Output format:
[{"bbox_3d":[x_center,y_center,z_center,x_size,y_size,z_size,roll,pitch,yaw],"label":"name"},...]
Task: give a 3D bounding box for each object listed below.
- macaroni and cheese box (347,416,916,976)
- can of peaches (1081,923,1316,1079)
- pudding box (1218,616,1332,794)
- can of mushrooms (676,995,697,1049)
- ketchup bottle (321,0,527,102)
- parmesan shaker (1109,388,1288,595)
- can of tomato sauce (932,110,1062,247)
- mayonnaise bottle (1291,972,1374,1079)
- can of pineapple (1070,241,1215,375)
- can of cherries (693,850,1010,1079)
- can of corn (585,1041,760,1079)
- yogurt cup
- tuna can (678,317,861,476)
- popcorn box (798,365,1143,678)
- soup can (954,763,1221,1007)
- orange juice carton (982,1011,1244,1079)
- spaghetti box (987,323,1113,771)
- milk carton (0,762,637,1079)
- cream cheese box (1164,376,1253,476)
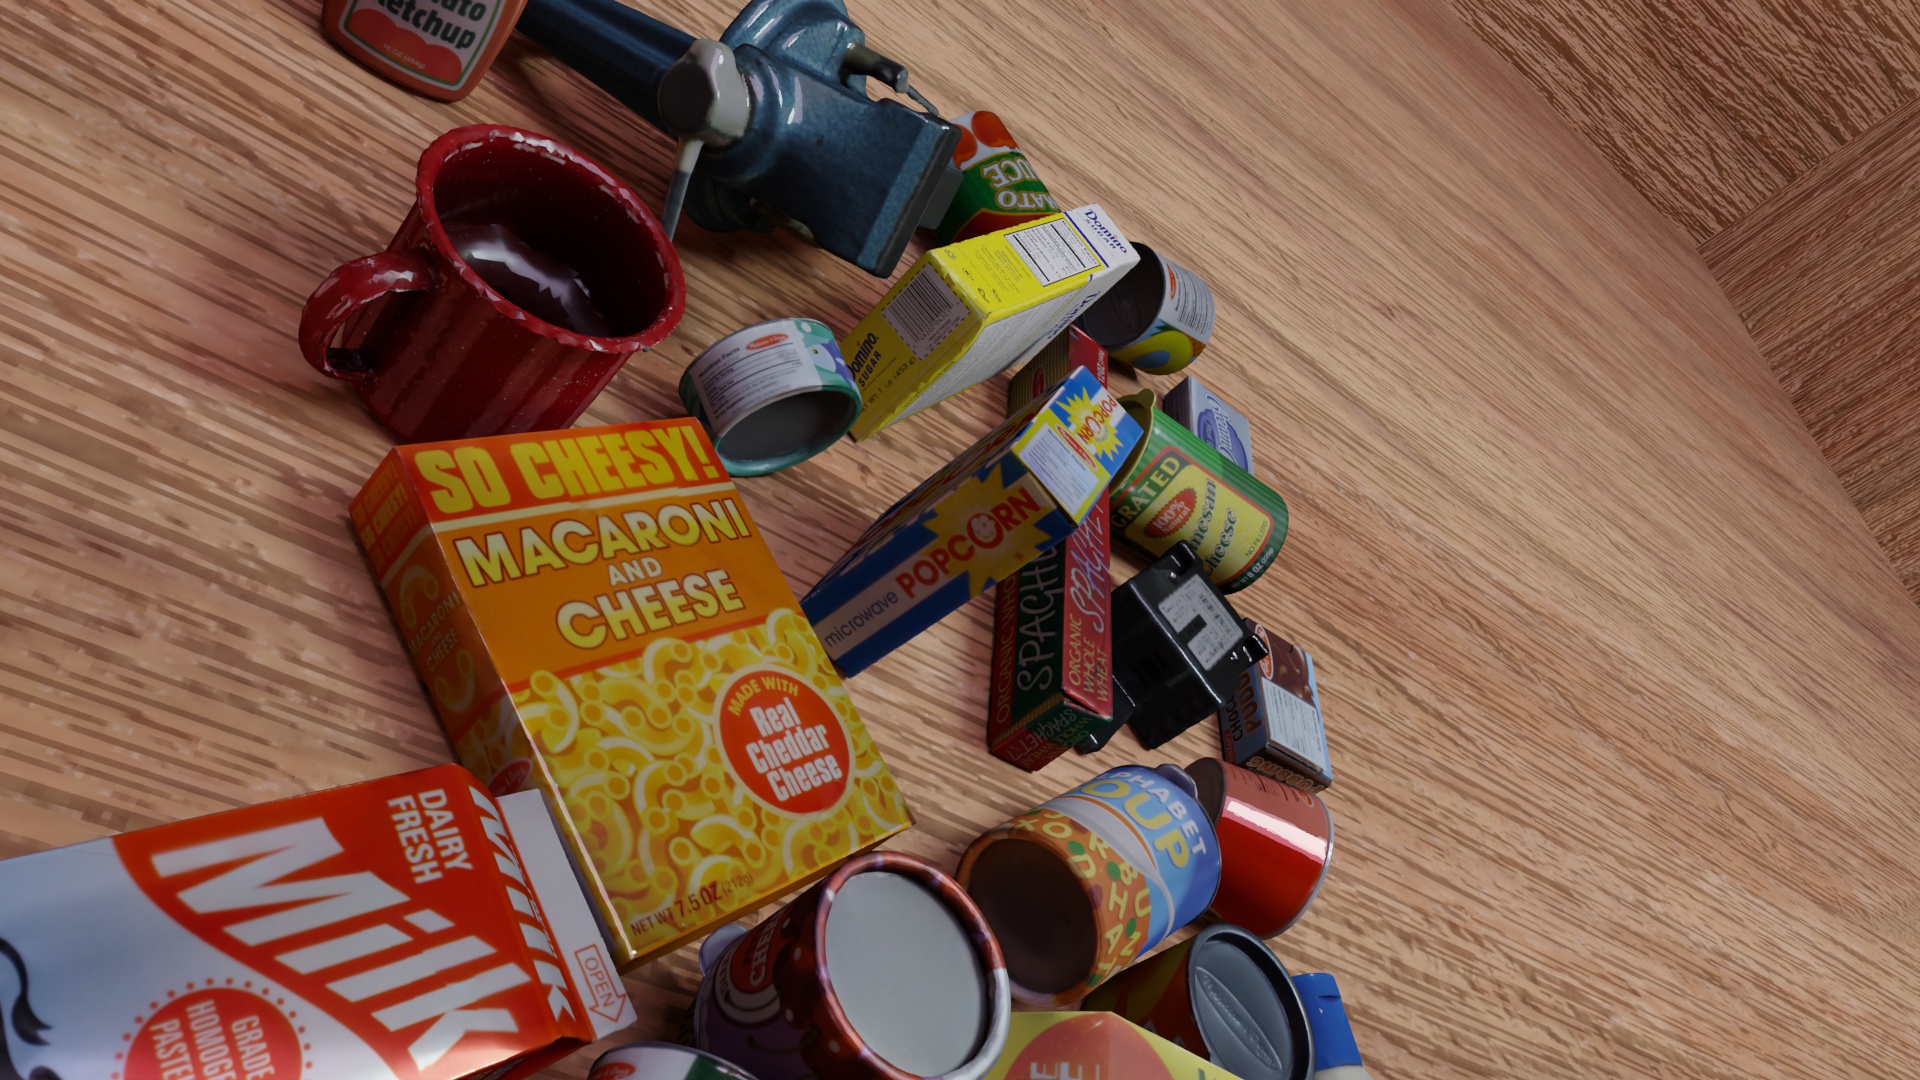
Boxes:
[{"bbox_3d":[-0.103,0.043,0.448,0.124,0.040,0.166,-13,68,-52],"label":"macaroni and cheese box"},{"bbox_3d":[0.085,0.184,0.509,0.071,0.058,0.071,29,41,-28],"label":"can of peaches"},{"bbox_3d":[0.157,0.086,0.702,0.049,0.030,0.084,30,39,-25],"label":"pudding box"},{"bbox_3d":[-0.050,0.152,0.411,0.071,0.033,0.071,29,41,-28],"label":"can of mushrooms"},{"bbox_3d":[-0.184,-0.239,0.527,0.064,0.148,0.044,25,41,-32],"label":"ketchup bottle"},{"bbox_3d":[0.114,-0.024,0.721,0.103,0.071,0.072,31,39,-25],"label":"parmesan shaker"},{"bbox_3d":[0.016,-0.184,0.764,0.071,0.071,0.083,-15,69,-53],"label":"can of tomato sauce"},{"bbox_3d":[0.151,0.246,0.537,0.065,0.041,0.149,17,47,-38],"label":"mayonnaise bottle"},{"bbox_3d":[0.107,-0.135,0.821,0.058,0.070,0.071,16,47,-47],"label":"can of pineapple"},{"bbox_3d":[-0.031,0.124,0.376,0.071,0.058,0.072,28,40,-27],"label":"can of cherries"},{"bbox_3d":[-0.073,0.170,0.340,0.071,0.071,0.058,43,36,-10],"label":"can of corn"},{"bbox_3d":[0.117,0.128,0.592,0.054,0.072,0.073,30,39,-14],"label":"yogurt cup"},{"bbox_3d":[-0.074,-0.055,0.551,0.071,0.070,0.033,-2,61,-49],"label":"tuna can"},{"bbox_3d":[0.002,-0.007,0.534,0.038,0.126,0.085,50,35,-7],"label":"popcorn box"},{"bbox_3d":[0.048,0.123,0.513,0.084,0.071,0.071,-11,67,-52],"label":"soup can"},{"bbox_3d":[0.063,0.214,0.442,0.192,0.072,0.072,33,39,-22],"label":"orange juice carton"},{"bbox_3d":[0.043,-0.007,0.647,0.028,0.050,0.251,31,39,-23],"label":"spaghetti box"},{"bbox_3d":[-0.160,0.104,0.299,0.191,0.073,0.072,-7,64,-51],"label":"milk carton"},{"bbox_3d":[0.147,-0.048,0.821,0.053,0.024,0.104,34,38,-22],"label":"cream cheese box"}]
